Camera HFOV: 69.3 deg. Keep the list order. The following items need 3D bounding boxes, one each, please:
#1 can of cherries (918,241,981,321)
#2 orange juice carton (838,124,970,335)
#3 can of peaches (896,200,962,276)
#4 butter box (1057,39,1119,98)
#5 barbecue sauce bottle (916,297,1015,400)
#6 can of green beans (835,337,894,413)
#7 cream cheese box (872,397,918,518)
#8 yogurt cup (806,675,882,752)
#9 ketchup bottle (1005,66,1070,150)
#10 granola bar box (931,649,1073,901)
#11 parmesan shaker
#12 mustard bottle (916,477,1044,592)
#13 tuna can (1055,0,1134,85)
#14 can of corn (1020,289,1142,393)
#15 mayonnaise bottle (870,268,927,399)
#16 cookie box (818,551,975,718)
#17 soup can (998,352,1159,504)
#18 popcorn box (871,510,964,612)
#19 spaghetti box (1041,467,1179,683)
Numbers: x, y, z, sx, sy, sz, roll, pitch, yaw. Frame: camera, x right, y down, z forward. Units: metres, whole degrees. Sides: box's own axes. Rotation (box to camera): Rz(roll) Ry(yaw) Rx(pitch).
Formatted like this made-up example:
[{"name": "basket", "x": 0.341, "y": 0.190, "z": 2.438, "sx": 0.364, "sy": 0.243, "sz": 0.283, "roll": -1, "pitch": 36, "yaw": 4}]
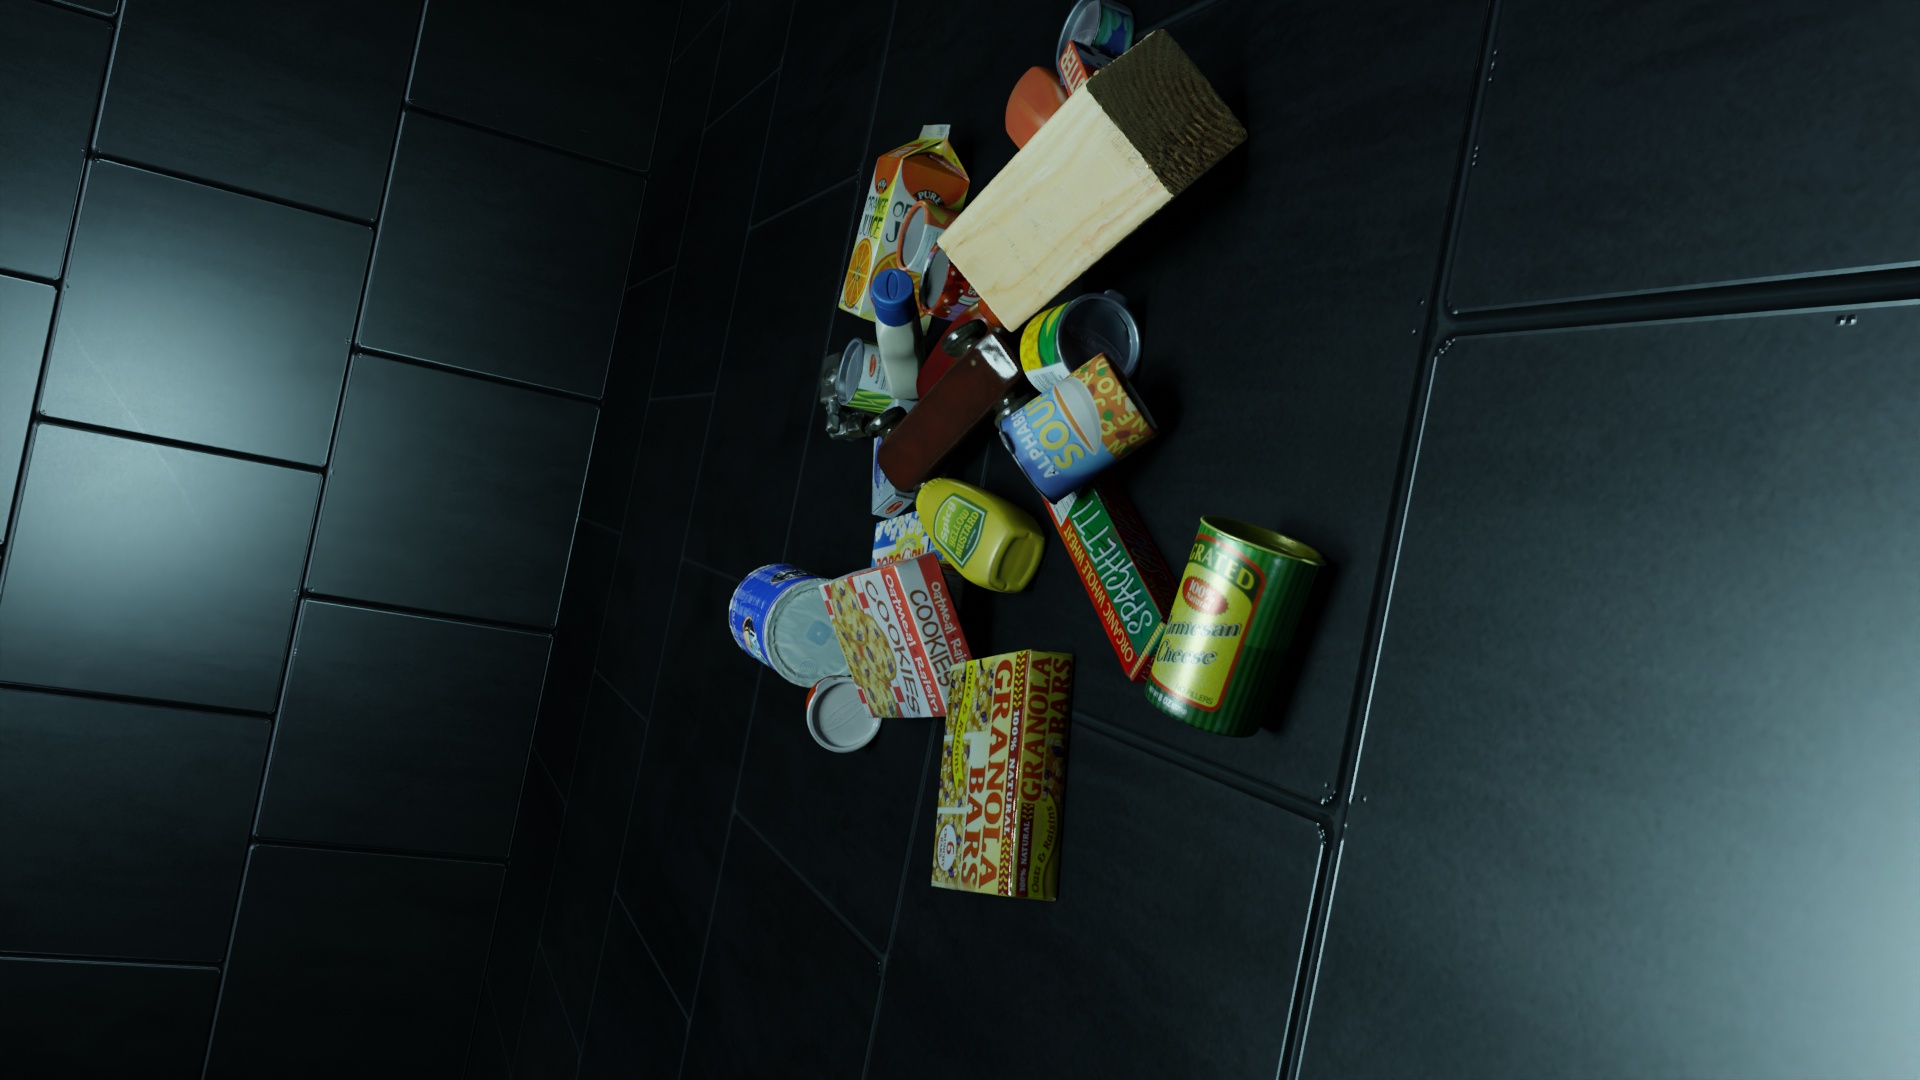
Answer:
[{"name": "can of cherries", "x": 0.004, "y": -0.218, "z": 1.180, "sx": 0.071, "sy": 0.058, "sz": 0.072, "roll": -40, "pitch": 44, "yaw": 55}, {"name": "orange juice carton", "x": -0.049, "y": -0.299, "z": 1.317, "sx": 0.072, "sy": 0.073, "sz": 0.192, "roll": 37, "pitch": 112, "yaw": 64}, {"name": "can of peaches", "x": -0.020, "y": -0.269, "z": 1.256, "sx": 0.071, "sy": 0.058, "sz": 0.071, "roll": -38, "pitch": 47, "yaw": 55}, {"name": "butter box", "x": 0.107, "y": -0.321, "z": 1.008, "sx": 0.024, "sy": 0.053, "sz": 0.104, "roll": 121, "pitch": 149, "yaw": -41}, {"name": "barbecue sauce bottle", "x": 0.014, "y": -0.163, "z": 1.152, "sx": 0.147, "sy": 0.044, "sz": 0.065, "roll": -53, "pitch": 47, "yaw": 42}, {"name": "can of green beans", "x": -0.081, "y": -0.157, "z": 1.339, "sx": 0.071, "sy": 0.058, "sz": 0.071, "roll": -39, "pitch": 46, "yaw": 55}, {"name": "cream cheese box", "x": -0.062, "y": -0.078, "z": 1.303, "sx": 0.053, "sy": 0.024, "sz": 0.104, "roll": -36, "pitch": 47, "yaw": 56}, {"name": "yogurt cup", "x": -0.109, "y": 0.153, "z": 1.255, "sx": 0.054, "sy": 0.072, "sz": 0.072, "roll": -164, "pitch": 86, "yaw": -74}, {"name": "ketchup bottle", "x": 0.077, "y": -0.318, "z": 1.084, "sx": 0.064, "sy": 0.043, "sz": 0.149, "roll": -65, "pitch": 27, "yaw": 28}, {"name": "granola bar box", "x": 0.028, "y": 0.165, "z": 0.979, "sx": 0.124, "sy": 0.039, "sz": 0.166, "roll": -21, "pitch": 60, "yaw": 62}, {"name": "parmesan shaker", "x": 0.146, "y": 0.047, "z": 0.741, "sx": 0.071, "sy": 0.071, "sz": 0.102, "roll": 41, "pitch": 117, "yaw": 63}, {"name": "mustard bottle", "x": 0.004, "y": -0.013, "z": 1.075, "sx": 0.160, "sy": 0.049, "sz": 0.065, "roll": 36, "pitch": 106, "yaw": 53}, {"name": "tuna can", "x": 0.103, "y": -0.381, "z": 1.069, "sx": 0.070, "sy": 0.033, "sz": 0.071, "roll": -40, "pitch": 44, "yaw": 55}, {"name": "can of corn", "x": 0.083, "y": -0.135, "z": 0.961, "sx": 0.058, "sy": 0.071, "sz": 0.071, "roll": -5, "pitch": 75, "yaw": 65}, {"name": "mayonnaise bottle", "x": -0.054, "y": -0.185, "z": 1.237, "sx": 0.147, "sy": 0.041, "sz": 0.065, "roll": 84, "pitch": -175, "yaw": -66}, {"name": "cookie box", "x": -0.049, "y": 0.079, "z": 1.122, "sx": 0.167, "sy": 0.040, "sz": 0.123, "roll": -16, "pitch": 94, "yaw": 63}, {"name": "soup can", "x": 0.076, "y": -0.074, "z": 0.903, "sx": 0.083, "sy": 0.071, "sz": 0.072, "roll": -34, "pitch": 40, "yaw": 14}, {"name": "popcorn box", "x": -0.037, "y": 0.021, "z": 1.187, "sx": 0.126, "sy": 0.038, "sz": 0.085, "roll": -14, "pitch": 68, "yaw": 63}, {"name": "spaghetti box", "x": 0.094, "y": -0.005, "z": 0.923, "sx": 0.050, "sy": 0.029, "sz": 0.251, "roll": -64, "pitch": 28, "yaw": 29}]
